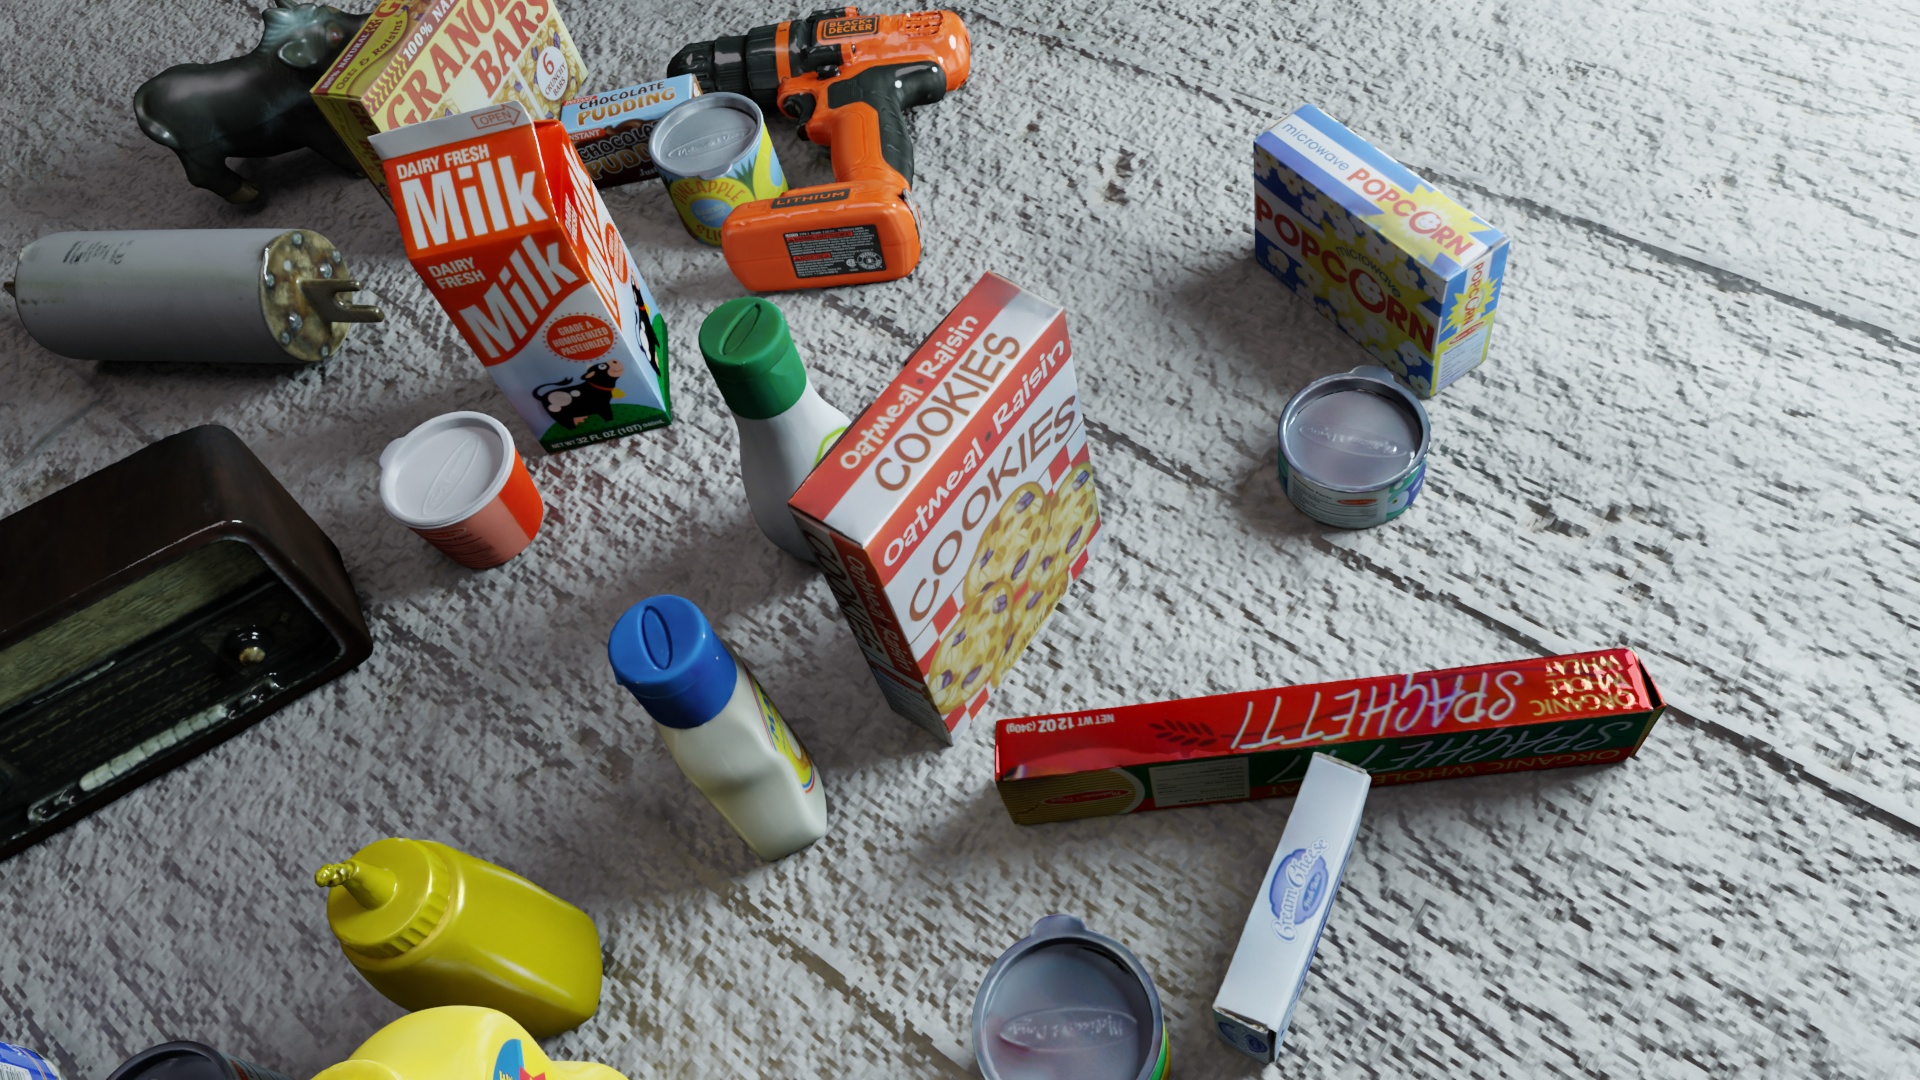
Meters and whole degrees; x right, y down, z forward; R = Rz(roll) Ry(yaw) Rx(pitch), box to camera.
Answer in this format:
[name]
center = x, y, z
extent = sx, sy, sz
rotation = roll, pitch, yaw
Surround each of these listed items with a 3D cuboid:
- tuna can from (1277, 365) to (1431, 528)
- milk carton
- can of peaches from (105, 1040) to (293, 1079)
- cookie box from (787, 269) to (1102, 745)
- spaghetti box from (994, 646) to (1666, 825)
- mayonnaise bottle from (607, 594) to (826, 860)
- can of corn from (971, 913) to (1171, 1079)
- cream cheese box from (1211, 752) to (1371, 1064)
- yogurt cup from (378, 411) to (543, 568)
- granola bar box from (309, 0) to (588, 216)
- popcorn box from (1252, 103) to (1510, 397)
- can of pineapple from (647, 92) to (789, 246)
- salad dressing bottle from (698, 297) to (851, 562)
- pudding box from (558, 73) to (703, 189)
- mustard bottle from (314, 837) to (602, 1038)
[tuna can]
center = 0.178, -0.043, 0.630
extent = 0.071, 0.032, 0.071
rotation = -5, 57, 9
[milk carton]
center = -0.205, -0.131, 0.672
extent = 0.072, 0.189, 0.074
rotation = -13, 56, 4
[can of peaches]
center = -0.296, 0.235, 0.536
extent = 0.071, 0.057, 0.071
rotation = -5, 57, 9
[cookie box]
center = 0.002, -0.007, 0.563
extent = 0.040, 0.166, 0.123
rotation = 28, 67, 26
[spaghetti box]
center = 0.140, 0.079, 0.549
extent = 0.250, 0.050, 0.029
rotation = -8, 57, 7
[mayonnaise bottle]
center = -0.092, 0.073, 0.543
extent = 0.041, 0.147, 0.065
rotation = -24, 56, -3
[can of corn]
center = 0.041, 0.178, 0.501
extent = 0.071, 0.058, 0.071
rotation = -5, 57, 9
[cream cheese box]
center = 0.123, 0.136, 0.514
extent = 0.024, 0.053, 0.104
rotation = 19, 63, 22
[yogurt cup]
center = -0.245, -0.022, 0.693
extent = 0.072, 0.053, 0.073
rotation = -5, 57, 9
[granola bar box]
center = -0.295, -0.270, 0.821
extent = 0.039, 0.123, 0.166
rotation = 10, 61, 18
[popcorn box]
center = 0.193, -0.138, 0.656
extent = 0.038, 0.085, 0.127
rotation = -35, 58, -11
[can of pineapple]
center = -0.136, -0.208, 0.787
extent = 0.071, 0.057, 0.071
rotation = -5, 57, 9
[salad dressing bottle]
center = -0.076, -0.046, 0.616
extent = 0.044, 0.147, 0.064
rotation = 18, 63, 22
[pudding box]
center = -0.190, -0.243, 0.826
extent = 0.084, 0.049, 0.030
rotation = -10, 57, 6
[mustard bottle]
center = -0.186, 0.144, 0.510
extent = 0.065, 0.159, 0.049
rotation = -11, 57, 5
